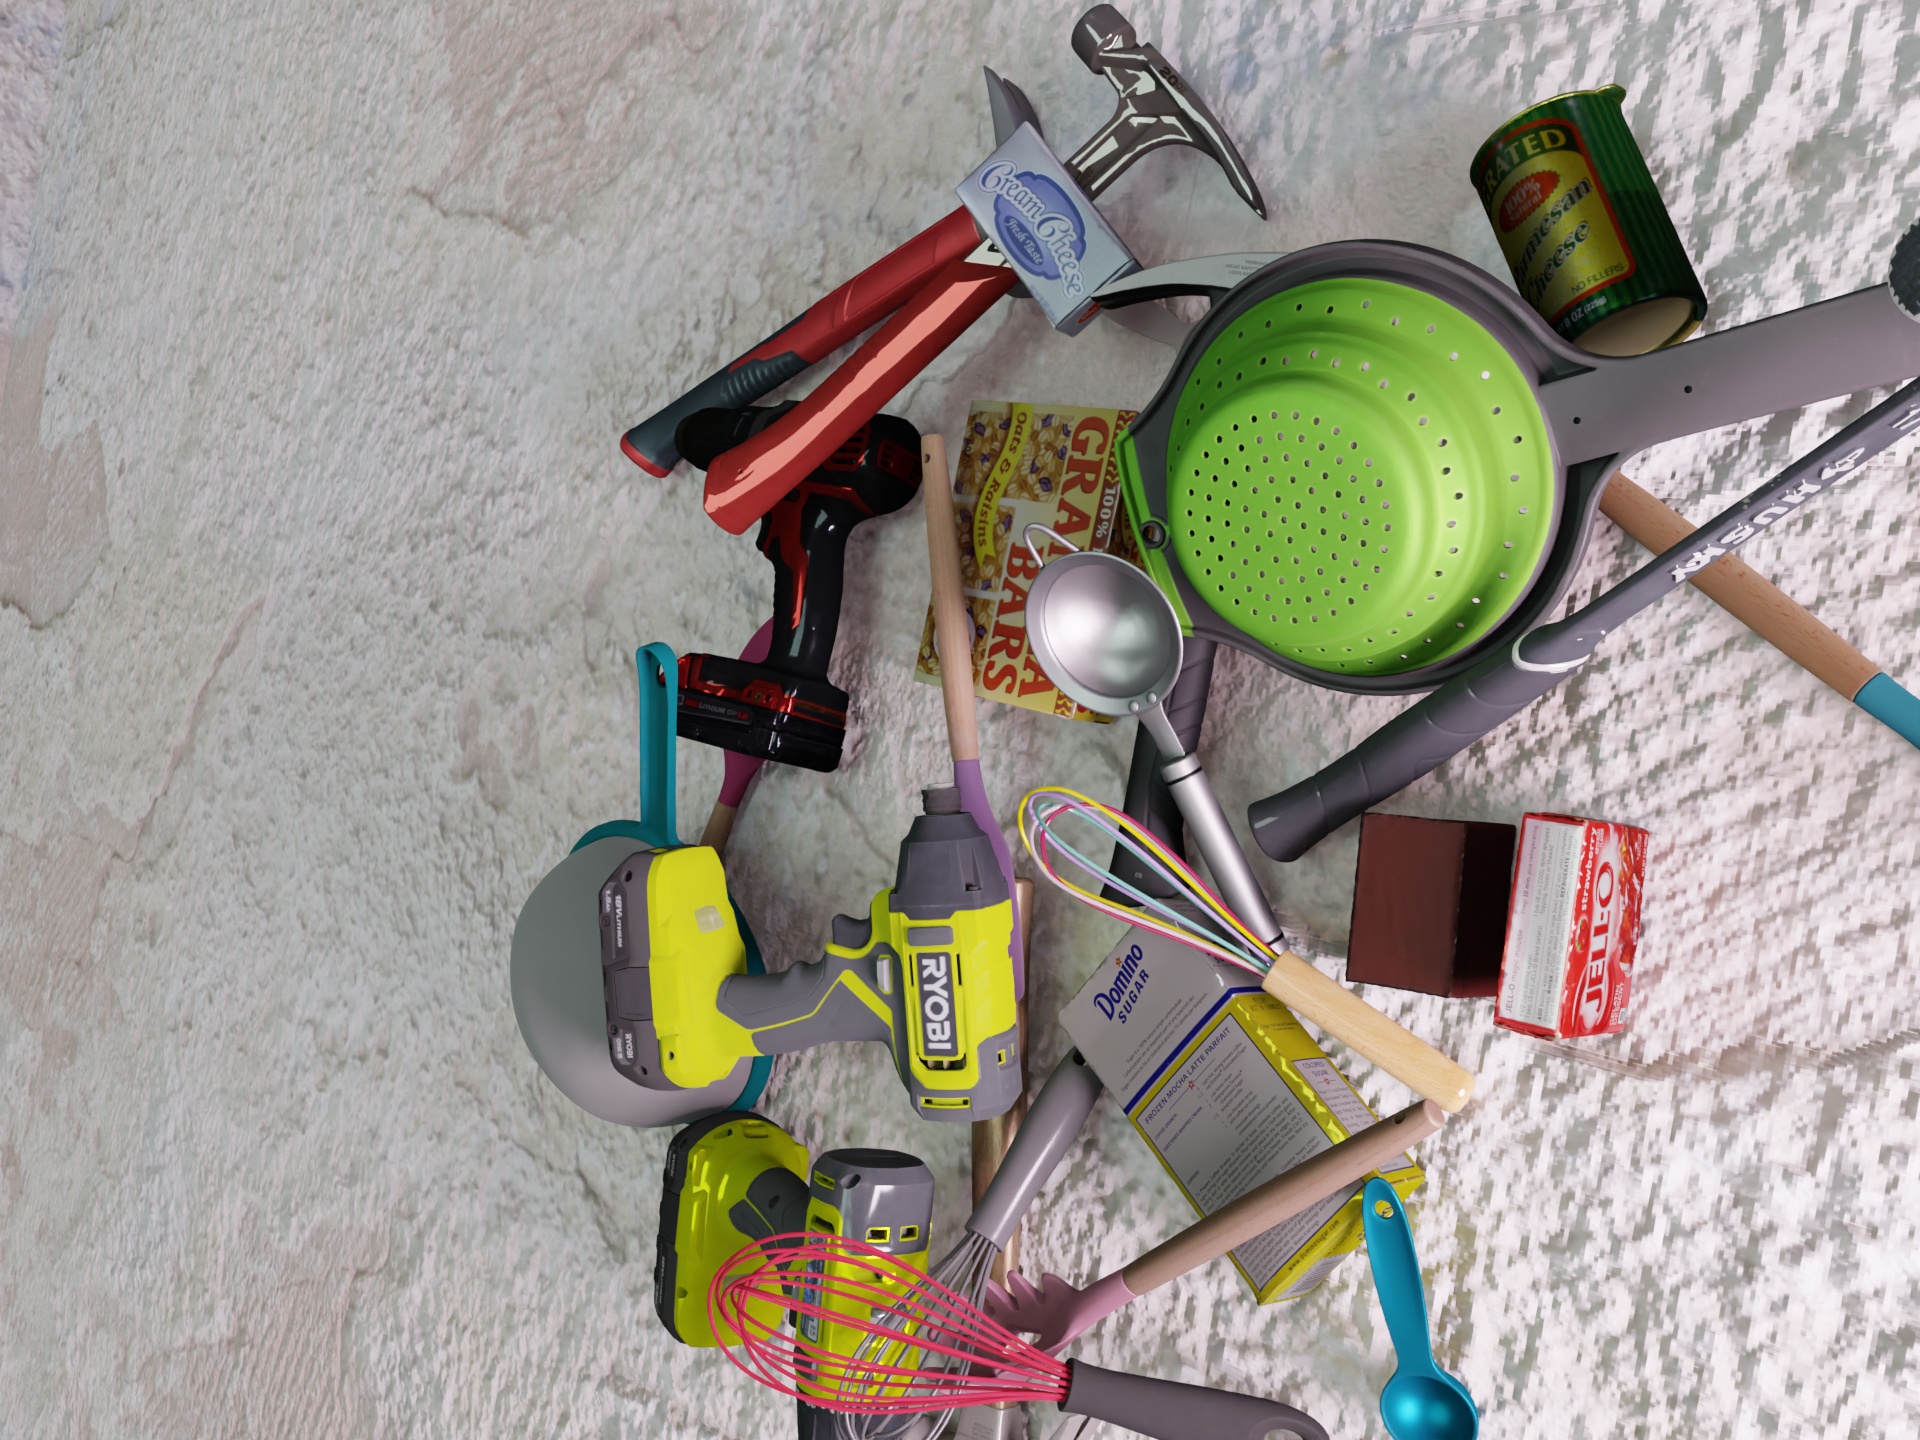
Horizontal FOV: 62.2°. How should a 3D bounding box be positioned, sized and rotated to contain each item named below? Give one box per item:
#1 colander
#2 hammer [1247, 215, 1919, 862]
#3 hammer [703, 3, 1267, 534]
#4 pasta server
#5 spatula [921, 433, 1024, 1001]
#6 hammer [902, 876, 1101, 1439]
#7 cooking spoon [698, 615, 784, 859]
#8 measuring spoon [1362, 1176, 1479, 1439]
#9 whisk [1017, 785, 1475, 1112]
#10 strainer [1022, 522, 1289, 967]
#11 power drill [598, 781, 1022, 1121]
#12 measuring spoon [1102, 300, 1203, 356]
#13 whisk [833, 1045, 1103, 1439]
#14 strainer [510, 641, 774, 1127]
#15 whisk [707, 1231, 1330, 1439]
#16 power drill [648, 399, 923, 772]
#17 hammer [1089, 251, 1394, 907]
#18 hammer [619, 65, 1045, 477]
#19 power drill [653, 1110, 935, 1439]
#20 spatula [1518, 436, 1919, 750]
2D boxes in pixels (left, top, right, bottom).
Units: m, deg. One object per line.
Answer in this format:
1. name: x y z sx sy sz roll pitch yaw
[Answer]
1. colander: 0.219 -0.109 0.627 0.397 0.094 0.204 -12 101 37
2. hammer: 0.250 -0.039 0.622 0.408 0.149 0.036 -45 52 48
3. hammer: -0.007 -0.221 0.893 0.359 0.036 0.149 -39 73 19
4. pasta server: 0.093 0.246 0.737 0.316 0.040 0.060 -43 23 34
5. spatula: -0.001 -0.003 0.876 0.060 0.018 0.316 -10 83 41
6. hammer: 0.022 0.251 0.864 0.130 0.031 0.331 -4 81 42
7. cooking spoon: -0.164 0.078 1.067 0.069 0.017 0.319 31 104 34
8. measuring spoon: 0.196 0.257 0.691 0.042 0.021 0.128 -11 94 30
9. whisk: 0.127 0.105 0.744 0.245 0.051 0.047 33 99 19
10. strainer: 0.103 0.016 0.772 0.087 0.050 0.258 -25 92 43
11. power drill: -0.080 0.124 0.861 0.223 0.080 0.171 -5 89 23
12. measuring spoon: 0.109 -0.216 0.866 0.124 0.018 0.034 45 114 44
13. whisk: 0.014 0.258 0.791 0.055 0.055 0.239 11 56 43
14. strainer: -0.216 0.119 0.981 0.211 0.095 0.340 24 121 34
15. whisk: 0.029 0.294 0.718 0.073 0.295 0.073 -162 89 -85
16. power drill: -0.128 -0.094 1.006 0.188 0.080 0.227 13 88 35
17. hammer: 0.113 -0.067 0.802 0.146 0.035 0.335 13 97 18
18. hammer: -0.096 -0.267 1.040 0.386 0.038 0.143 -22 69 38
19. power drill: -0.094 0.321 0.884 0.228 0.080 0.190 -1 83 59
20. spatula: 0.328 -0.031 0.617 0.318 0.044 0.082 51 122 35
